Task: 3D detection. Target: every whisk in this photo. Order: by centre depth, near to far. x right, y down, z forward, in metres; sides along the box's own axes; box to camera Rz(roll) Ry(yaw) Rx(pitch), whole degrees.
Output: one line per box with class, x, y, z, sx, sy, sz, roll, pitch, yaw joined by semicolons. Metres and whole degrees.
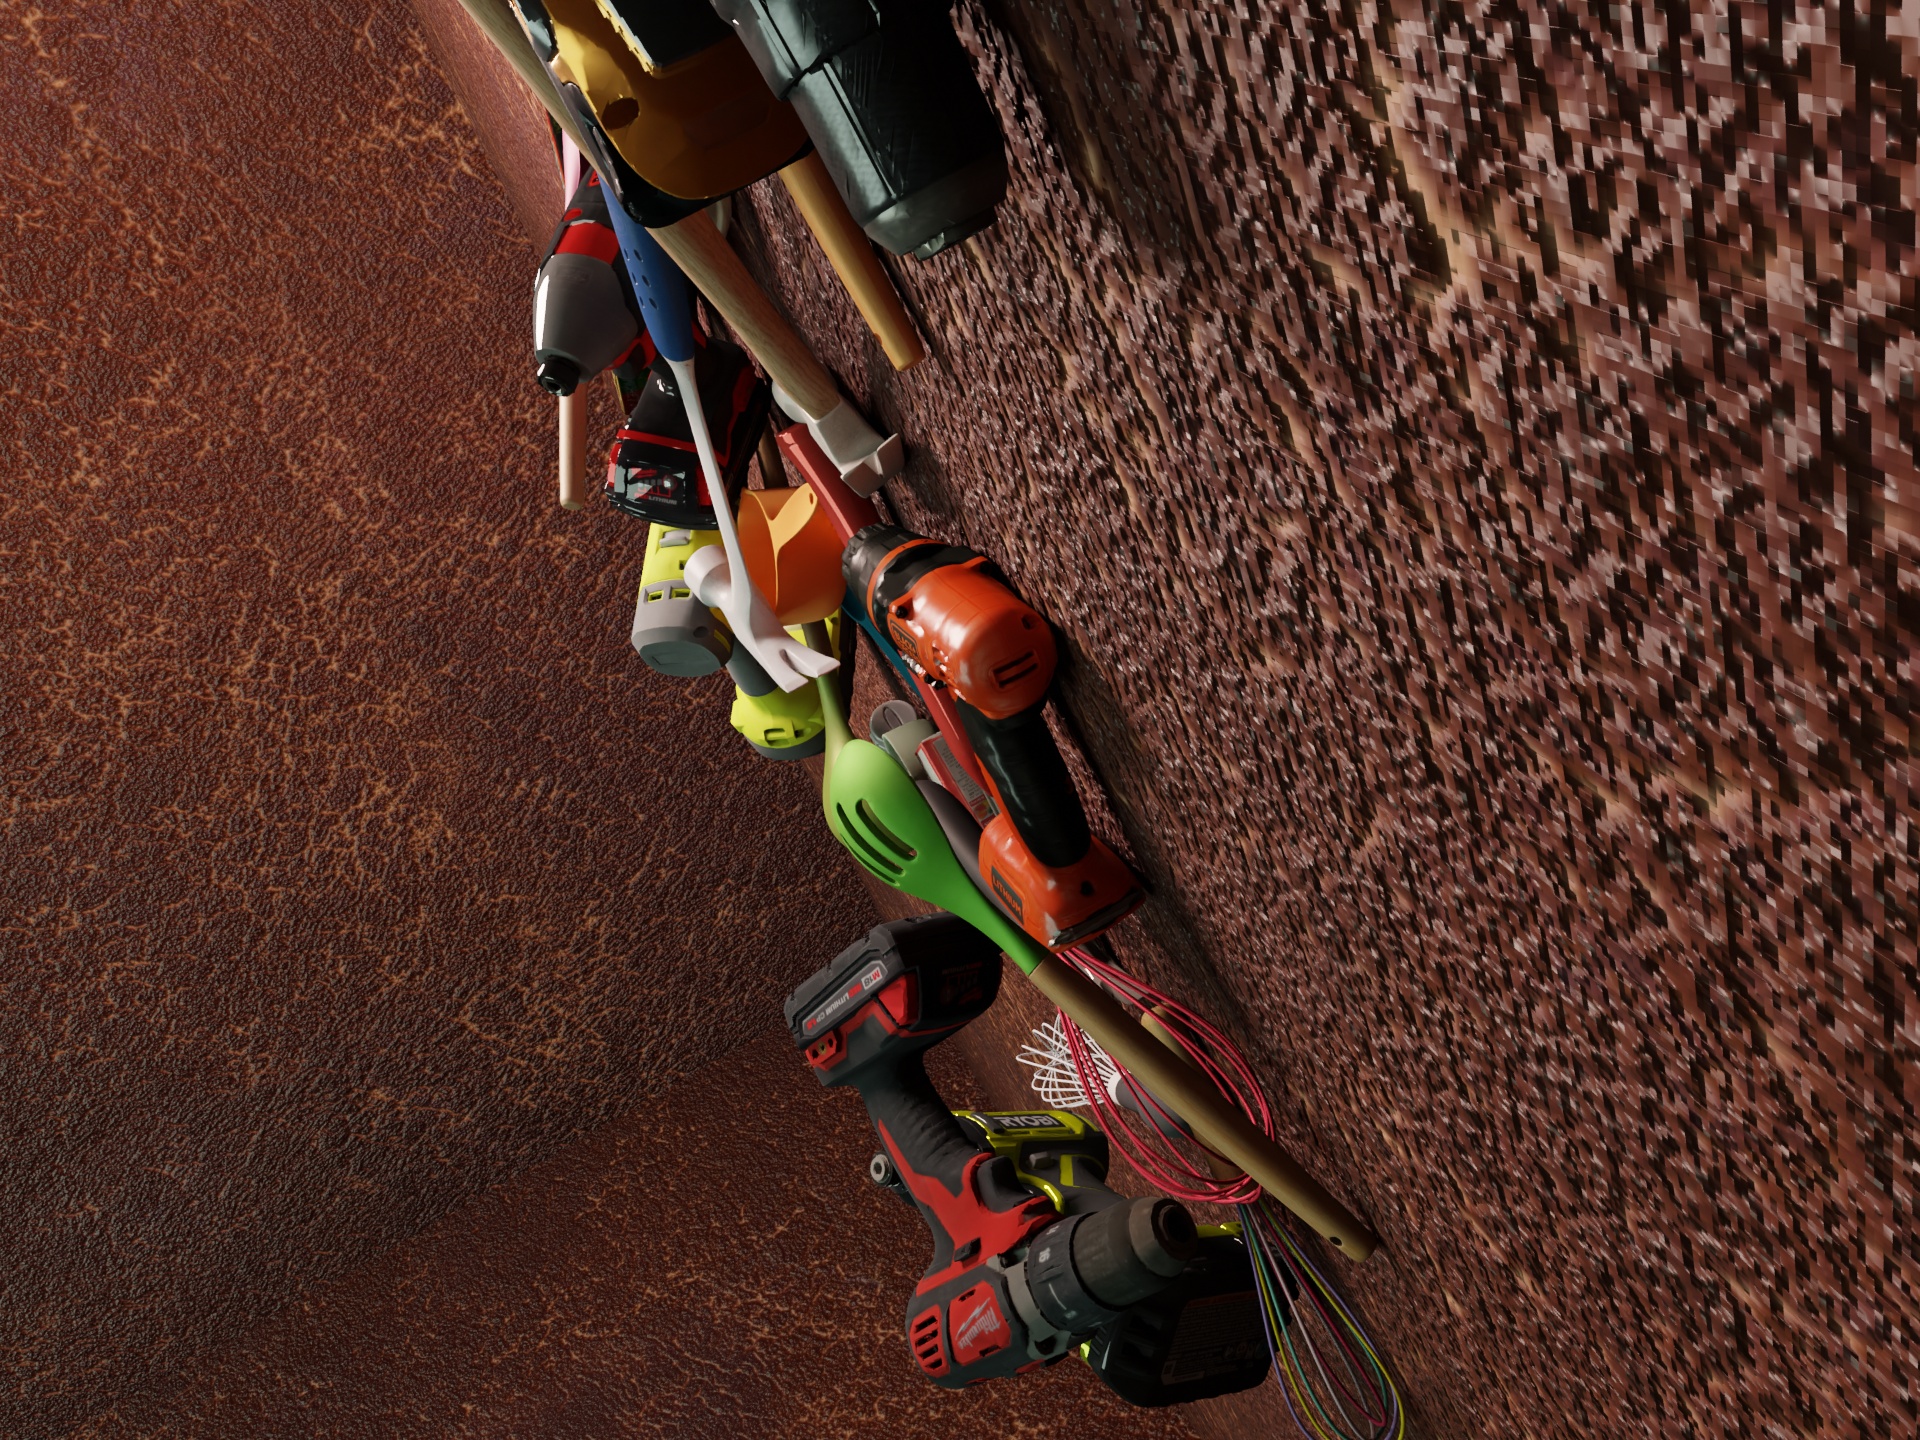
whisk;0.052;0.123;0.791;0.296;0.073;0.073;47;165;38
whisk;0.157;0.255;0.801;0.245;0.051;0.047;64;151;7
whisk;0.096;0.230;1.015;0.070;0.070;0.284;61;167;-2

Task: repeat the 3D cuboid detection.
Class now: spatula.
spatula;-0.105;-0.269;0.592;0.322;0.041;0.081;60;171;-2

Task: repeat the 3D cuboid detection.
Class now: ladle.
ladle;-0.089;-0.061;1.072;0.078;0.062;0.320;-21;81;39

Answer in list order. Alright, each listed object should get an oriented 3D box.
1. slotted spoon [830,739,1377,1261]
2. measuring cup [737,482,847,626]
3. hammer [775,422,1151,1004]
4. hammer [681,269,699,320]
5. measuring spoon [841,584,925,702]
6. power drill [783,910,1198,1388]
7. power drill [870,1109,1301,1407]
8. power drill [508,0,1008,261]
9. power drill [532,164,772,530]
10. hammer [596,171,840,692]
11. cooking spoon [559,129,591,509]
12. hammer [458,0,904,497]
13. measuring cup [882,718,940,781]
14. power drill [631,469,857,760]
slotted spoon;0.055;0.123;0.693;0.314;0.031;0.070;41;143;10
measuring cup;-0.089;-0.112;0.961;0.173;0.052;0.095;150;109;-66
hammer;-0.001;-0.003;0.875;0.359;0.036;0.149;63;171;-18
hammer;-0.189;-0.286;1.073;0.128;0.033;0.331;59;171;5
measuring spoon;-0.040;-0.052;1.032;0.128;0.021;0.042;51;160;4
power drill;0.014;0.211;0.812;0.188;0.080;0.227;-41;64;39
power drill;0.066;0.294;0.914;0.171;0.080;0.223;11;-172;-40
power drill;-0.065;-0.205;0.450;0.185;0.084;0.226;61;167;-12
power drill;-0.184;-0.207;0.929;0.078;0.143;0.219;13;159;12
hammer;-0.139;-0.179;0.812;0.144;0.035;0.405;47;158;37
cooking spoon;-0.241;-0.281;0.994;0.068;0.017;0.319;92;175;-75
hammer;-0.115;-0.203;0.652;0.130;0.031;0.331;51;-178;40
measuring cup;0.001;0.073;1.118;0.167;0.038;0.083;60;172;-8
power drill;-0.149;-0.089;1.121;0.228;0.080;0.191;56;-147;-58
